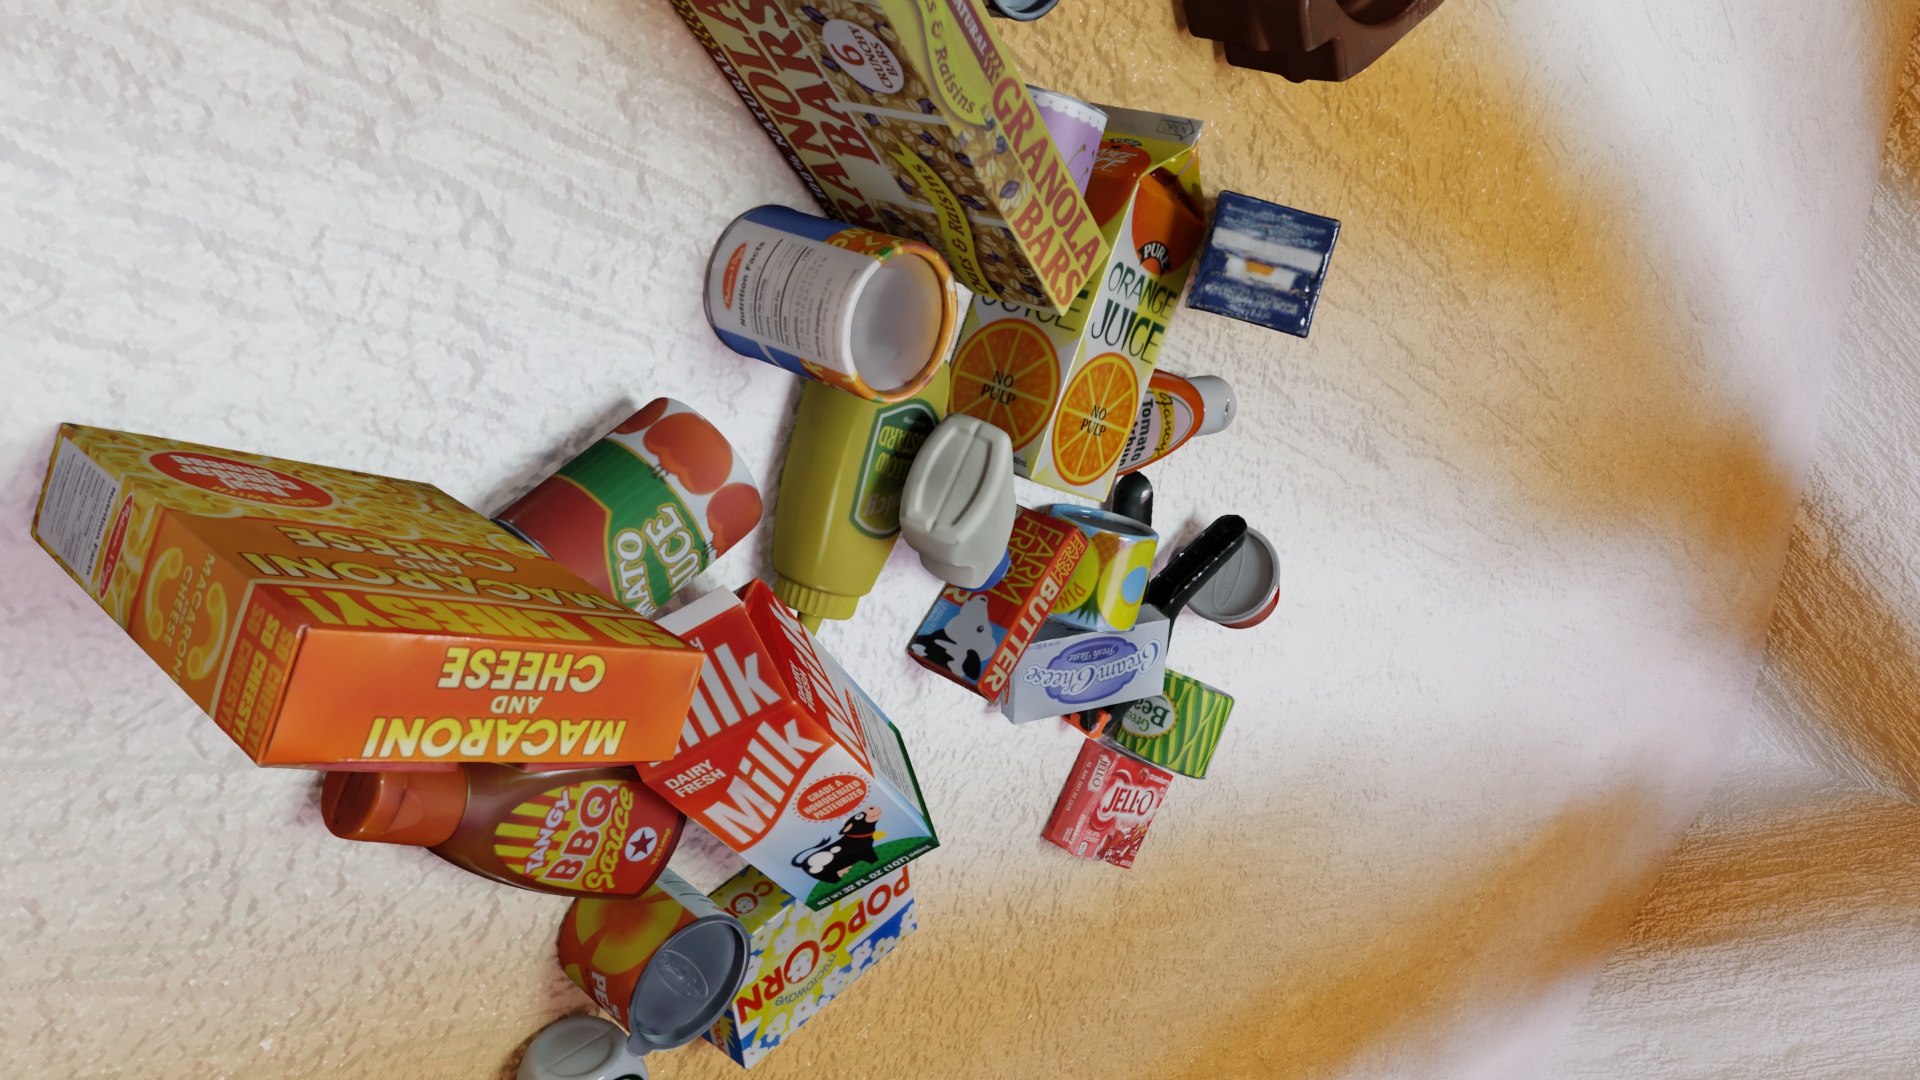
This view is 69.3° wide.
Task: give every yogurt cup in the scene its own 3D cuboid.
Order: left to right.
[{"bbox_3d":[0.183,0.028,0.929,0.072,0.072,0.054,-62,154,-6],"label":"yogurt cup"}]

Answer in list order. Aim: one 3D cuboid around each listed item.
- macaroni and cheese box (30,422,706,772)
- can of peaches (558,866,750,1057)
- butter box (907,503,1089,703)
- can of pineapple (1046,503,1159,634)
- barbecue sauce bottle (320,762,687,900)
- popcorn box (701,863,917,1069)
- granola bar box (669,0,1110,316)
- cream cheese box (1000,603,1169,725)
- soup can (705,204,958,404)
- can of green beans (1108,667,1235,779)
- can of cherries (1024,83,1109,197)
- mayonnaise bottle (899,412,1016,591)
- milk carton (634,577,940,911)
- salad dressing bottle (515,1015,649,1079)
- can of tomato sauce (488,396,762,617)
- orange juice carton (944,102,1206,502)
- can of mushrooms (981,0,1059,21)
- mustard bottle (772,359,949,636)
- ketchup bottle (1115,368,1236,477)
[{"bbox_3d":[-0.176,0.017,0.411,0.124,0.167,0.040,11,101,-52],"label":"macaroni and cheese box"},{"bbox_3d":[-0.141,0.188,0.631,0.071,0.058,0.071,-27,128,-40],"label":"can of peaches"},{"bbox_3d":[0.021,0.030,0.746,0.104,0.053,0.024,-57,143,-12],"label":"butter box"},{"bbox_3d":[0.073,0.015,0.791,0.071,0.071,0.057,-1,109,-50],"label":"can of pineapple"},{"bbox_3d":[-0.178,0.108,0.556,0.148,0.044,0.065,26,89,-52],"label":"barbecue sauce bottle"},{"bbox_3d":[-0.081,0.200,0.724,0.127,0.038,0.084,-31,131,-37],"label":"popcorn box"},{"bbox_3d":[-0.028,-0.162,0.531,0.039,0.124,0.165,-56,141,-13],"label":"granola bar box"},{"bbox_3d":[0.073,0.073,0.823,0.104,0.024,0.053,-9,114,-23],"label":"cream cheese box"},{"bbox_3d":[-0.051,-0.097,0.570,0.071,0.084,0.071,-27,127,-41],"label":"soup can"},{"bbox_3d":[0.143,0.120,0.928,0.071,0.071,0.058,19,93,-52],"label":"can of green beans"},{"bbox_3d":[0.026,-0.176,0.636,0.071,0.071,0.058,3,108,-51],"label":"can of cherries"},{"bbox_3d":[0.002,-0.008,0.668,0.147,0.041,0.065,77,37,-74],"label":"mayonnaise bottle"},{"bbox_3d":[-0.086,0.085,0.611,0.072,0.074,0.190,-28,138,5],"label":"milk carton"},{"bbox_3d":[-0.176,0.295,0.655,0.064,0.044,0.147,-23,125,-43],"label":"salad dressing bottle"},{"bbox_3d":[-0.127,-0.005,0.537,0.083,0.071,0.071,-43,137,-28],"label":"can of tomato sauce"},{"bbox_3d":[0.060,-0.124,0.698,0.073,0.072,0.192,12,99,-53],"label":"orange juice carton"},{"bbox_3d":[0.021,-0.264,0.611,0.071,0.033,0.070,-25,126,-40],"label":"can of mushrooms"},{"bbox_3d":[-0.053,-0.016,0.638,0.065,0.049,0.160,6,103,-54],"label":"mustard bottle"},{"bbox_3d":[0.105,-0.072,0.802,0.149,0.043,0.064,-14,121,-46],"label":"ketchup bottle"}]
